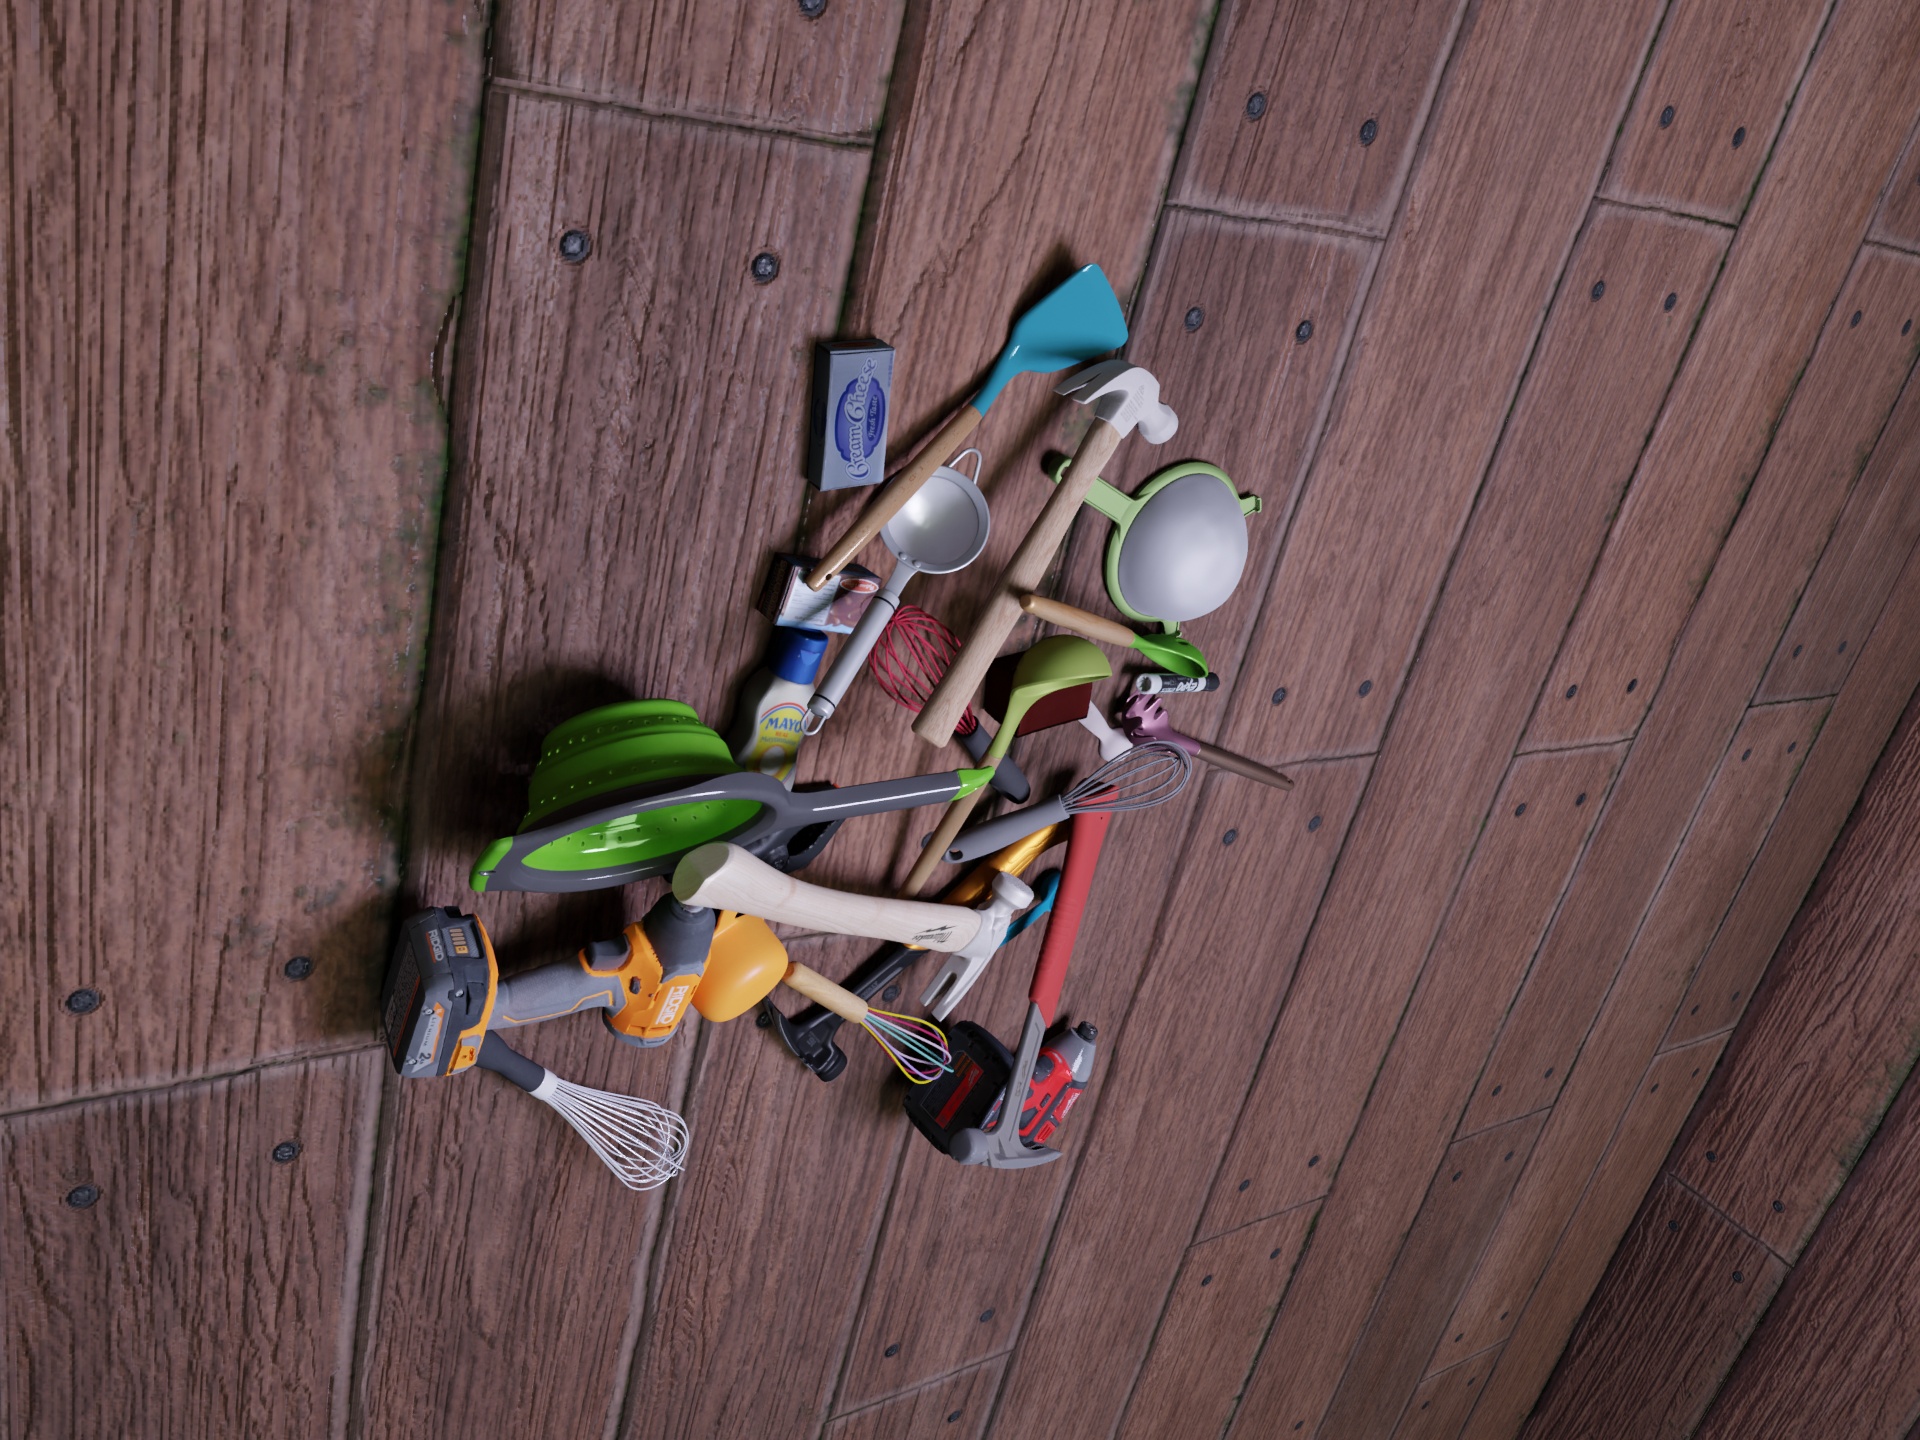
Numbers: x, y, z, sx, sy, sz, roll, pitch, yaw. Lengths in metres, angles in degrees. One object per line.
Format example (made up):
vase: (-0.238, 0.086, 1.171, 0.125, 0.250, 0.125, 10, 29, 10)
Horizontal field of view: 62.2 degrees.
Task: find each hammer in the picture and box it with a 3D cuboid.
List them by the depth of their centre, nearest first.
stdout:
hammer: (0.056, -0.129, 1.221, 0.331, 0.031, 0.130, -59, 146, -3)
hammer: (-0.088, 0.164, 1.280, 0.146, 0.038, 0.410, -56, 146, 8)
hammer: (-0.026, 0.183, 1.440, 0.337, 0.034, 0.127, -40, 136, -10)
hammer: (0.087, 0.230, 1.449, 0.149, 0.037, 0.359, 17, 88, -52)

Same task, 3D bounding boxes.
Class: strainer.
strainer: (-0.053, -0.095, 1.179, 0.258, 0.087, 0.050, -60, -177, -22)
strainer: (0.169, -0.157, 1.341, 0.256, 0.069, 0.151, 23, 102, -46)

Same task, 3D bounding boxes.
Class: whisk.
whisk: (-0.316, 0.306, 1.278, 0.070, 0.070, 0.284, -46, 131, -4)
whisk: (-0.002, -0.004, 1.318, 0.073, 0.073, 0.295, -44, 141, -6)
whisk: (0.091, 0.078, 1.399, 0.239, 0.055, 0.055, -22, 136, 11)
whisk: (-0.078, 0.268, 1.401, 0.047, 0.051, 0.244, -45, 135, 4)

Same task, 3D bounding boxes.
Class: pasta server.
pasta server: (0.249, 0.030, 1.554, 0.040, 0.060, 0.316, -24, 152, 35)

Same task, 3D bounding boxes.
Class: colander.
colander: (-0.159, 0.036, 1.152, 0.397, 0.094, 0.204, -8, 162, -29)

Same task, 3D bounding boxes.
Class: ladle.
ladle: (0.023, 0.054, 1.313, 0.078, 0.062, 0.320, -5, 136, -45)

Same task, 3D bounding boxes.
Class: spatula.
spatula: (0.000, -0.209, 1.177, 0.317, 0.044, 0.082, -49, 140, -11)

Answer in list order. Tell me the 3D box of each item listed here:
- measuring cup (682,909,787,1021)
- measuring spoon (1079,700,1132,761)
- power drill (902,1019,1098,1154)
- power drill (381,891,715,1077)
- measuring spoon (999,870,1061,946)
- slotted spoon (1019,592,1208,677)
measuring cup: (-0.172, 0.183, 1.256, 0.095, 0.052, 0.173, -33, 163, -30)
measuring spoon: (0.125, 0.004, 1.451, 0.034, 0.018, 0.124, -48, 135, -2)
power drill: (0.053, 0.358, 1.574, 0.143, 0.079, 0.219, -56, 148, 10)
power drill: (-0.291, 0.181, 1.164, 0.226, 0.084, 0.164, -1, 136, -35)
measuring spoon: (0.062, 0.177, 1.494, 0.128, 0.021, 0.042, -32, 143, -42)
slotted spoon: (0.129, -0.072, 1.317, 0.313, 0.070, 0.031, 12, 97, -59)
